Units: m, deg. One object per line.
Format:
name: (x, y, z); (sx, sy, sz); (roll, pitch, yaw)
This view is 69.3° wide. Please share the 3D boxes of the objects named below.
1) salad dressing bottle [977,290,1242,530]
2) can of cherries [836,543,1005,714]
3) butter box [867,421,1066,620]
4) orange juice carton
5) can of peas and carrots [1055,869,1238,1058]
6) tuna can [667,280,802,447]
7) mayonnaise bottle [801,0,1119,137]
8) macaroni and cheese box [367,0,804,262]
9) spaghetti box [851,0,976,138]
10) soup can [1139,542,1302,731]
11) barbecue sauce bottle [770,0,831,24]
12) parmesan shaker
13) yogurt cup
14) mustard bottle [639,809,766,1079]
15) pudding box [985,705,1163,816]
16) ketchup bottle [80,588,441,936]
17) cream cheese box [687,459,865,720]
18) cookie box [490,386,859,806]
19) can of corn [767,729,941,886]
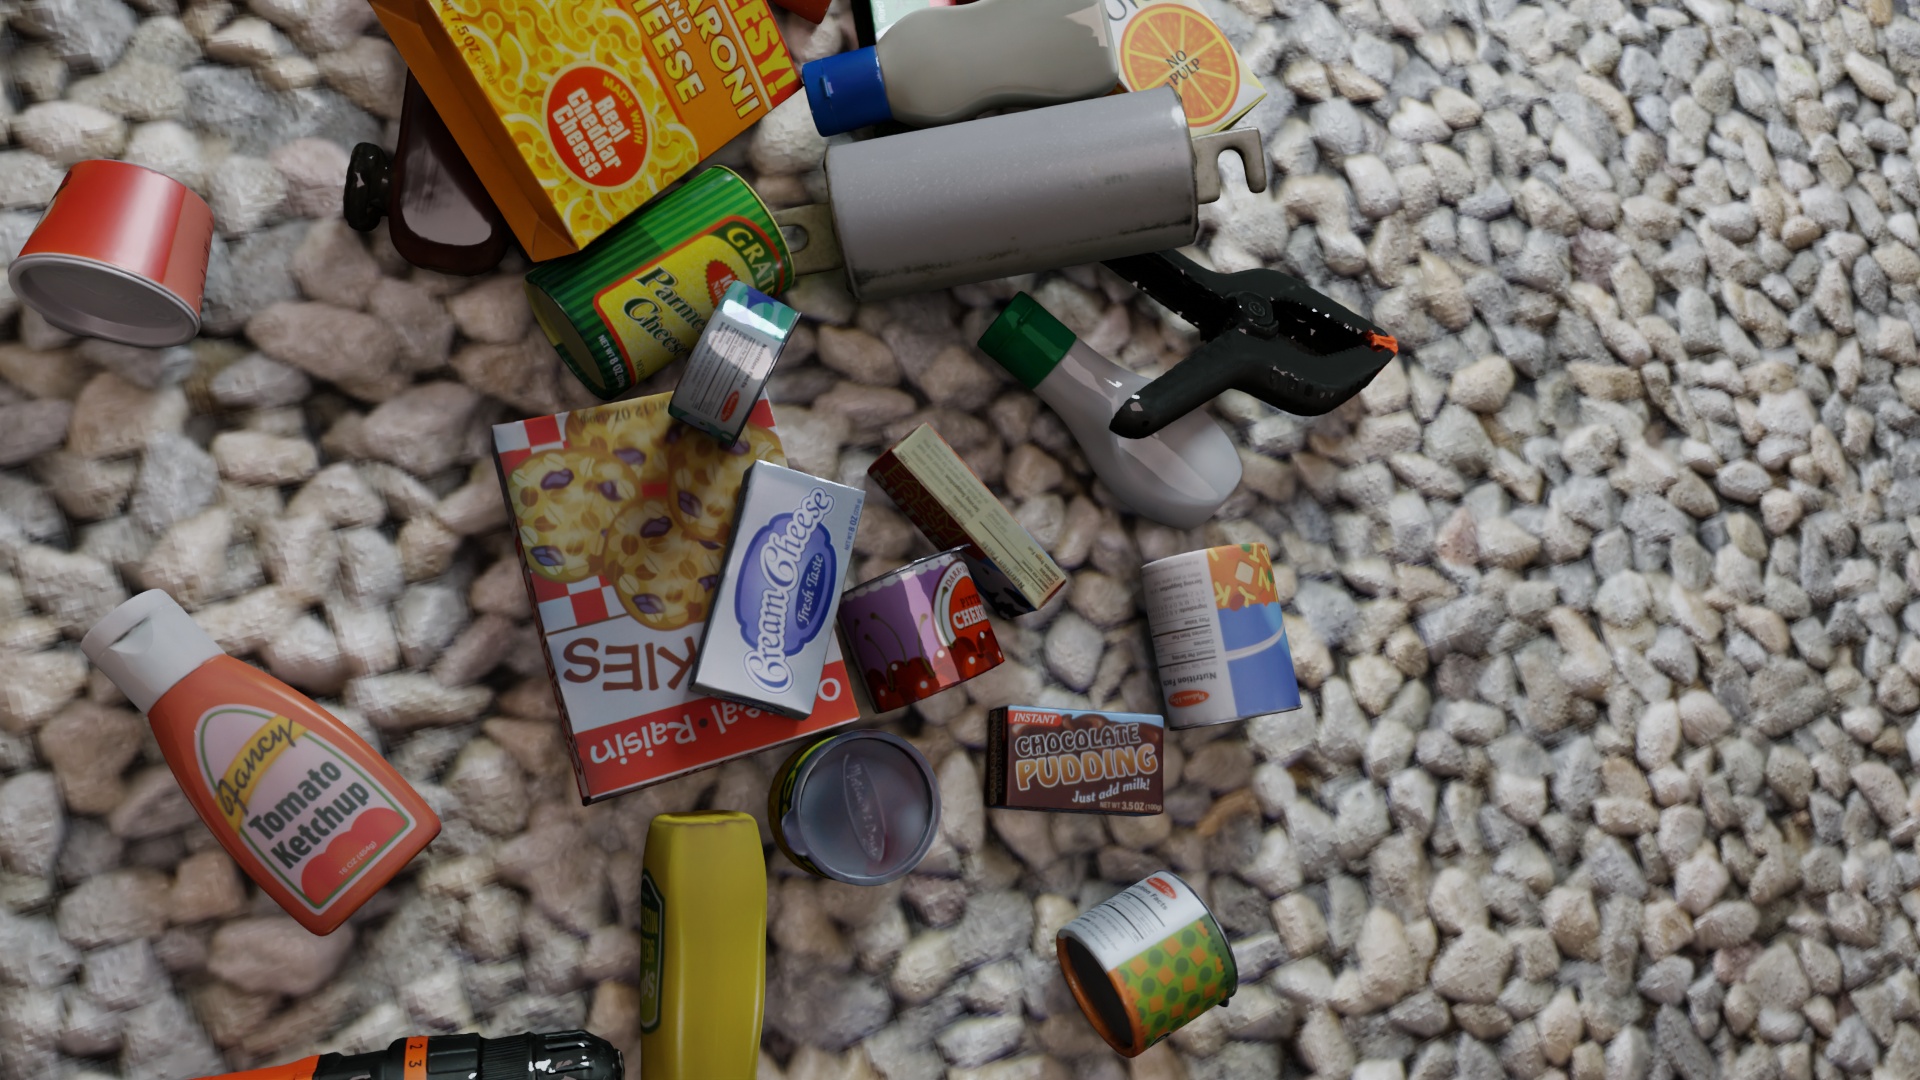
salad dressing bottle: (0.076, -0.067, 0.712); (0.147, 0.044, 0.064); (40, 68, -6)
can of cherries: (-0.018, 0.041, 0.641); (0.072, 0.071, 0.058); (-21, 86, -22)
butter box: (0.002, -0.008, 0.668); (0.024, 0.053, 0.103); (-44, 94, -18)
orange juice carton: (0.065, -0.280, 0.737); (0.073, 0.071, 0.192); (-40, 94, -22)
can of peas and carrots: (0.087, 0.199, 0.647); (0.059, 0.070, 0.071); (-24, 88, -21)
tuna can: (-0.098, -0.077, 0.602); (0.033, 0.071, 0.071); (27, 72, -10)
mayonnaise bottle: (-0.001, -0.232, 0.675); (0.148, 0.041, 0.064); (-13, 93, 4)
macaroni and cheese box: (-0.155, -0.219, 0.617); (0.167, 0.040, 0.123); (-50, 125, -36)
spaghetti box: (-0.039, -0.332, 0.735); (0.050, 0.028, 0.250); (-7, 81, -21)
soup can: (0.131, 0.048, 0.695); (0.071, 0.071, 0.084); (-7, 81, -20)
barbecue sauce bottle: (-0.130, -0.307, 0.690); (0.148, 0.043, 0.065); (23, 80, -14)
parmesan shaker: (-0.136, -0.116, 0.637); (0.103, 0.071, 0.071); (-37, 93, -20)
yogurt cup: (-0.342, -0.118, 0.567); (0.072, 0.072, 0.054); (11, 68, -17)
mustard bottle: (-0.109, 0.196, 0.582); (0.049, 0.065, 0.160); (3, 82, -23)
pudding box: (0.056, 0.107, 0.675); (0.084, 0.030, 0.050); (7, 76, -18)
ketchup bottle: (-0.282, 0.085, 0.555); (0.149, 0.043, 0.065); (47, 69, -4)
cream cheese box: (-0.079, 0.021, 0.605); (0.053, 0.024, 0.104); (17, 73, -14)
cookie box: (-0.128, 0.020, 0.624); (0.123, 0.040, 0.167); (-14, 83, -22)
can of corn: (-0.051, 0.120, 0.620); (0.071, 0.058, 0.071); (4, 78, -18)
